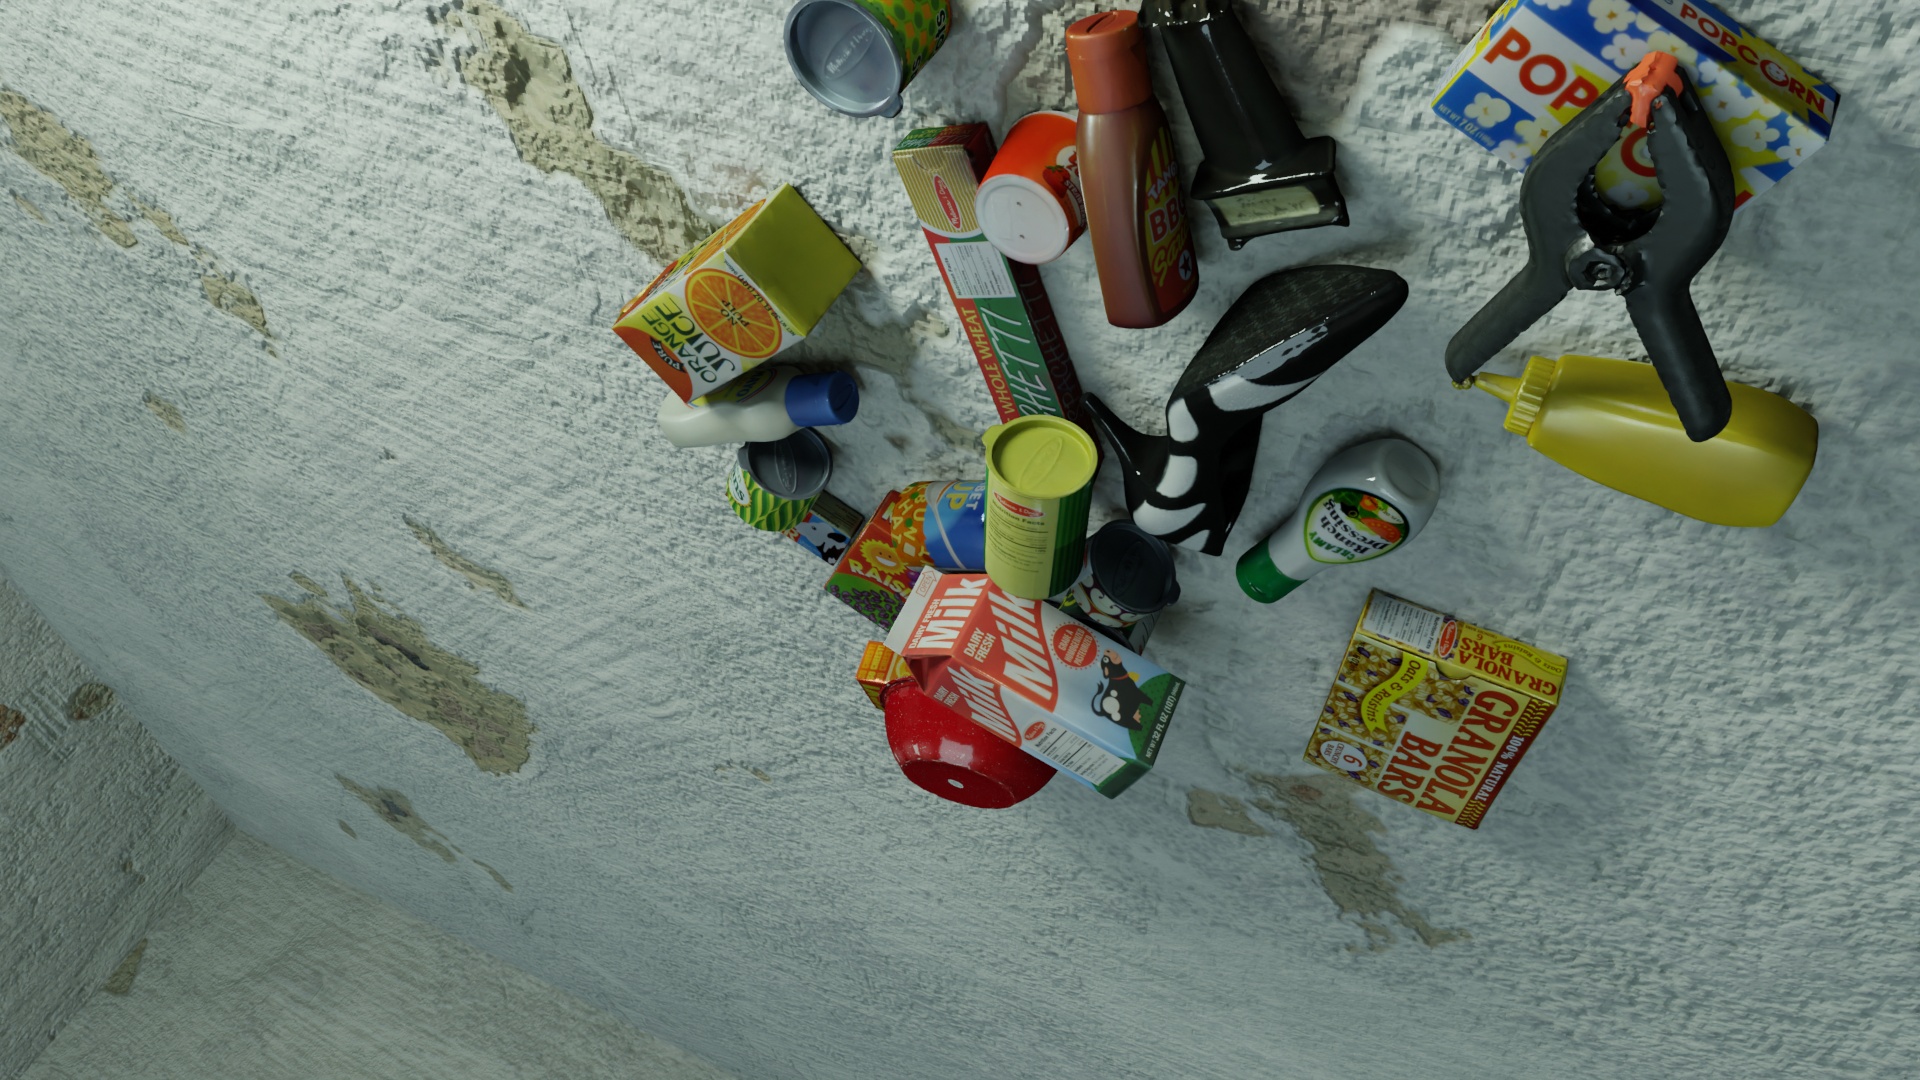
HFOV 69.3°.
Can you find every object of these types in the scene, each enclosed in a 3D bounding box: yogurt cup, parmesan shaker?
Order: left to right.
[{"bbox_3d":[0.045,-0.020,0.861,0.071,0.072,0.102,21,145,15],"label":"parmesan shaker"},{"bbox_3d":[0.043,-0.182,0.726,0.072,0.054,0.072,21,144,17],"label":"yogurt cup"}]

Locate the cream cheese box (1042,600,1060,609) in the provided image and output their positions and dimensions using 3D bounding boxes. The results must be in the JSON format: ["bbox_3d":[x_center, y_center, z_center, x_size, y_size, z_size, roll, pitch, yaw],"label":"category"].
[{"bbox_3d":[0.050,0.066,1.055,0.104,0.024,0.053,15,142,22],"label":"cream cheese box"}]

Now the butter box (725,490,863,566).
[{"bbox_3d":[-0.129,-0.026,1.079,0.103,0.024,0.053,34,145,-3],"label":"butter box"}]

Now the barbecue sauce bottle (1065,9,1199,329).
[{"bbox_3d":[0.084,-0.183,0.688,0.043,0.065,0.147,7,130,32],"label":"barbecue sauce bottle"}]

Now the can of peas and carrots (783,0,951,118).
[{"bbox_3d":[-0.044,-0.255,0.697,0.071,0.059,0.070,20,145,15],"label":"can of peas and carrots"}]

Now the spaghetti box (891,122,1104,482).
[{"bbox_3d":[0.028,-0.130,0.823,0.050,0.029,0.249,6,138,33],"label":"spaghetti box"}]

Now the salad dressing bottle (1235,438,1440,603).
[{"bbox_3d":[0.217,-0.006,0.818,0.064,0.044,0.147,34,146,-6],"label":"salad dressing bottle"}]

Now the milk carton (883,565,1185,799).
[{"bbox_3d":[0.045,0.089,0.935,0.190,0.073,0.073,29,148,-2],"label":"milk carton"}]

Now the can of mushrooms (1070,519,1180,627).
[{"bbox_3d":[0.108,0.024,0.919,0.071,0.071,0.033,38,146,-9],"label":"can of mushrooms"}]

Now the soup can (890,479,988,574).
[{"bbox_3d":[0.003,-0.012,0.959,0.083,0.072,0.071,1,135,37],"label":"soup can"}]

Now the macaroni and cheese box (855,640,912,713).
[{"bbox_3d":[0.014,0.135,1.119,0.166,0.040,0.123,6,151,23],"label":"macaroni and cheese box"}]

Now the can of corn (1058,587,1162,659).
[{"bbox_3d":[0.100,0.052,0.968,0.071,0.058,0.070,21,144,16],"label":"can of corn"}]

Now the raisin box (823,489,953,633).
[{"bbox_3d":[-0.044,0.022,1.061,0.086,0.040,0.122,35,147,-4],"label":"raisin box"}]

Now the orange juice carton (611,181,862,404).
[{"bbox_3d":[-0.158,-0.150,0.902,0.071,0.073,0.192,47,143,-21],"label":"orange juice carton"}]

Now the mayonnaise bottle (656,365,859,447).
[{"bbox_3d":[-0.140,-0.096,0.970,0.148,0.065,0.041,-1,130,33],"label":"mayonnaise bottle"}]

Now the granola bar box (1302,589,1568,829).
[{"bbox_3d":[0.303,0.115,0.906,0.124,0.039,0.164,21,144,15],"label":"granola bar box"}]

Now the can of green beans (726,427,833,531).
[{"bbox_3d":[-0.134,-0.047,1.019,0.071,0.071,0.057,35,146,-5],"label":"can of green beans"}]

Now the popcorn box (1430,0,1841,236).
[{"bbox_3d":[0.271,-0.179,0.565,0.127,0.038,0.084,33,146,-3],"label":"popcorn box"}]

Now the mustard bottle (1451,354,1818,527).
[{"bbox_3d":[0.319,-0.058,0.671,0.160,0.049,0.065,21,144,16],"label":"mustard bottle"}]
